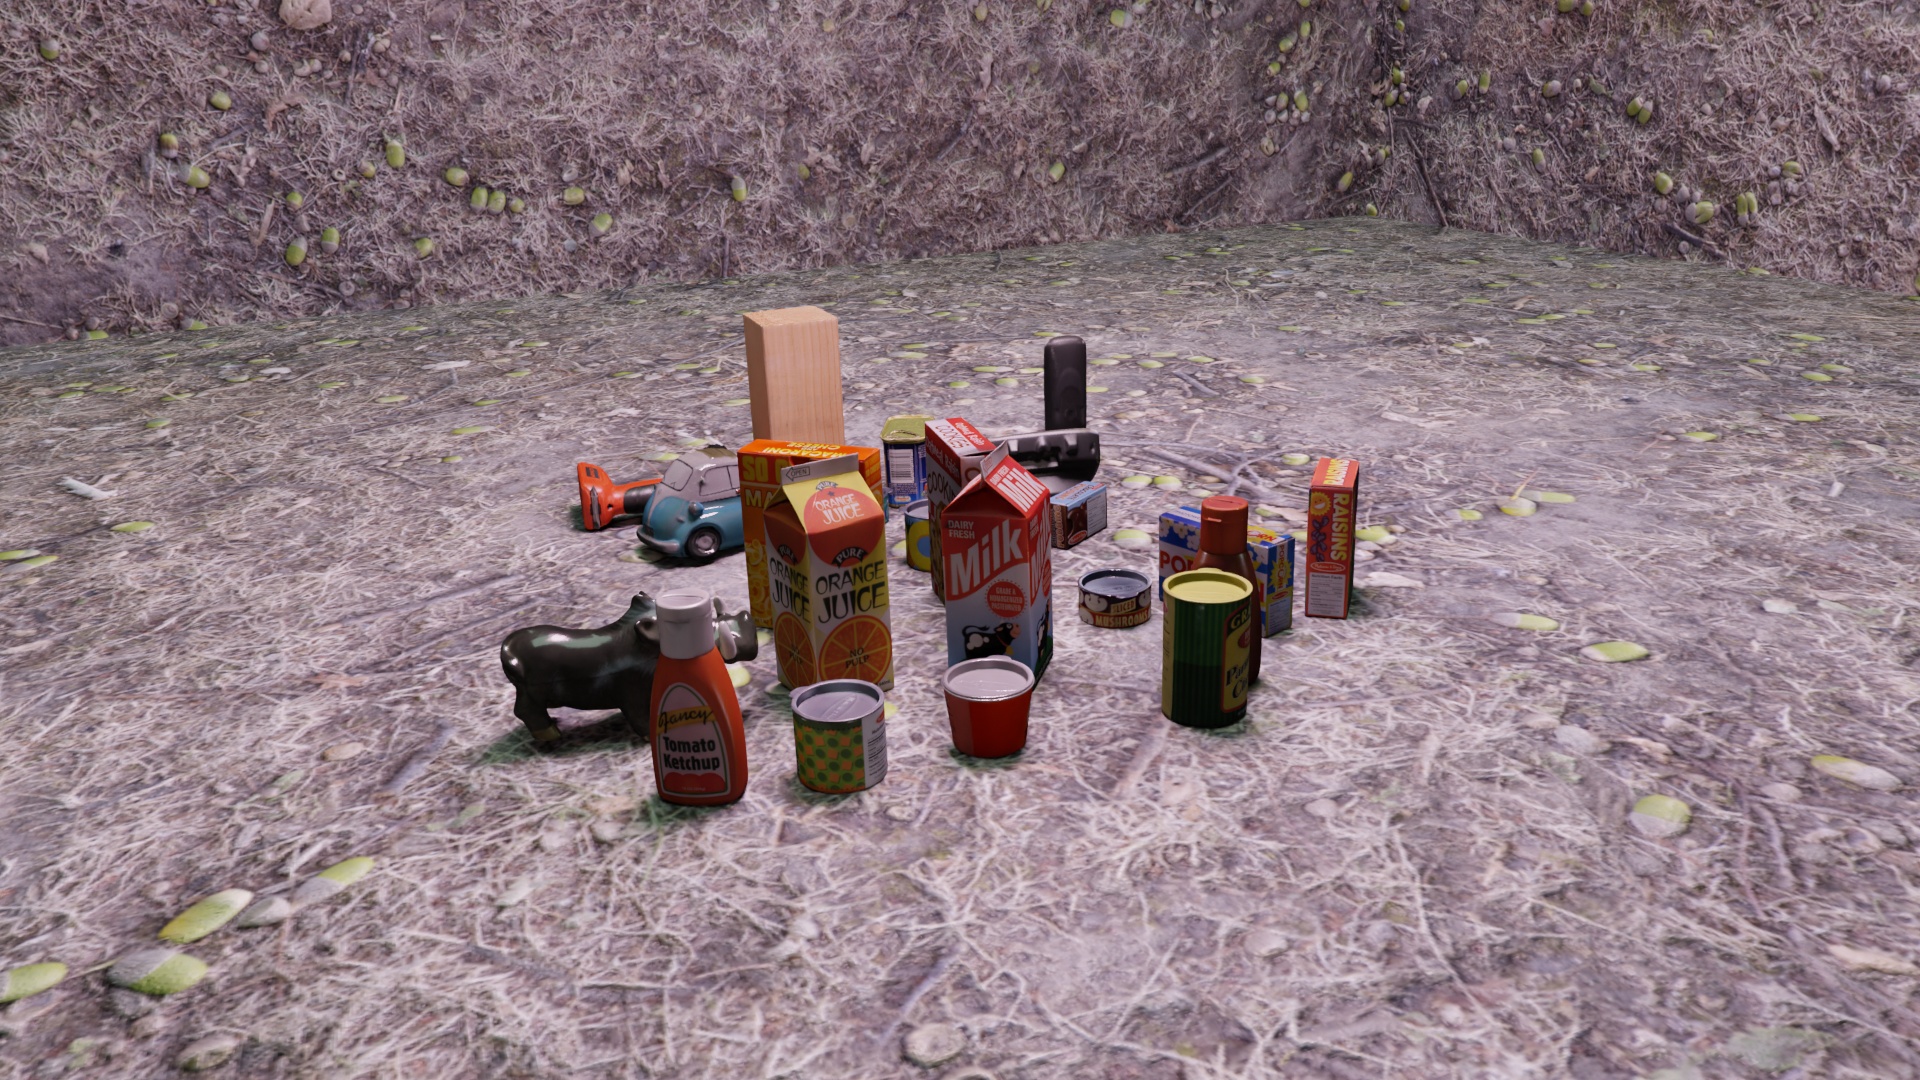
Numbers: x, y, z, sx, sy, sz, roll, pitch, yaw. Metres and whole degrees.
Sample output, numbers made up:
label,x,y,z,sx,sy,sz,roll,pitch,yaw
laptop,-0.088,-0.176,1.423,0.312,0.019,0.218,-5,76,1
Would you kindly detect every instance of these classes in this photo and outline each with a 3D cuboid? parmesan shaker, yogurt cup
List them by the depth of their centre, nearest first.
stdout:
label,x,y,z,sx,sy,sz,roll,pitch,yaw
yogurt cup,0.021,0.124,1.024,0.072,0.053,0.072,-2,20,1
parmesan shaker,0.187,0.081,1.055,0.071,0.102,0.071,-2,19,1

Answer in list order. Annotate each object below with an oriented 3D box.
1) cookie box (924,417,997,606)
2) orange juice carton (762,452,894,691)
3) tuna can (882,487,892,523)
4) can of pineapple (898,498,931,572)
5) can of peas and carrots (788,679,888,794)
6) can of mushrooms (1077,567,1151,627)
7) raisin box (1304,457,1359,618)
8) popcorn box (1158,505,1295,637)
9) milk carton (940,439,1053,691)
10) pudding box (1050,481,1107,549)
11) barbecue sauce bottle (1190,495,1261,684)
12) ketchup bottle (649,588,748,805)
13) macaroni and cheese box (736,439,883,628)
label,x,y,z,sx,sy,sz,roll,pitch,yaw
cookie box,0.004,-0.016,1.247,0.040,0.166,0.123,-7,20,-14
orange juice carton,-0.105,0.028,1.100,0.072,0.192,0.073,-15,23,-32
tuna can,-0.108,-0.037,1.516,0.071,0.032,0.071,-2,20,1
can of pineapple,-0.024,-0.006,1.386,0.071,0.057,0.071,-2,20,1
can of peas and carrots,-0.088,0.139,0.988,0.071,0.058,0.071,-2,20,1
can of mushrooms,0.139,0.052,1.242,0.071,0.033,0.071,-2,20,1
raisin box,0.332,-0.003,1.243,0.040,0.123,0.086,5,21,19
popcorn box,0.233,0.025,1.230,0.038,0.085,0.127,-17,25,-37
milk carton,0.030,0.019,1.116,0.073,0.189,0.072,4,20,17
pudding box,0.120,-0.027,1.441,0.030,0.049,0.084,11,24,34
barbecue sauce bottle,0.207,0.040,1.099,0.065,0.148,0.044,11,24,34
ketchup bottle,-0.183,0.107,0.953,0.065,0.148,0.044,0,19,8
macaroni and cheese box,-0.128,-0.001,1.221,0.124,0.165,0.040,5,21,20
